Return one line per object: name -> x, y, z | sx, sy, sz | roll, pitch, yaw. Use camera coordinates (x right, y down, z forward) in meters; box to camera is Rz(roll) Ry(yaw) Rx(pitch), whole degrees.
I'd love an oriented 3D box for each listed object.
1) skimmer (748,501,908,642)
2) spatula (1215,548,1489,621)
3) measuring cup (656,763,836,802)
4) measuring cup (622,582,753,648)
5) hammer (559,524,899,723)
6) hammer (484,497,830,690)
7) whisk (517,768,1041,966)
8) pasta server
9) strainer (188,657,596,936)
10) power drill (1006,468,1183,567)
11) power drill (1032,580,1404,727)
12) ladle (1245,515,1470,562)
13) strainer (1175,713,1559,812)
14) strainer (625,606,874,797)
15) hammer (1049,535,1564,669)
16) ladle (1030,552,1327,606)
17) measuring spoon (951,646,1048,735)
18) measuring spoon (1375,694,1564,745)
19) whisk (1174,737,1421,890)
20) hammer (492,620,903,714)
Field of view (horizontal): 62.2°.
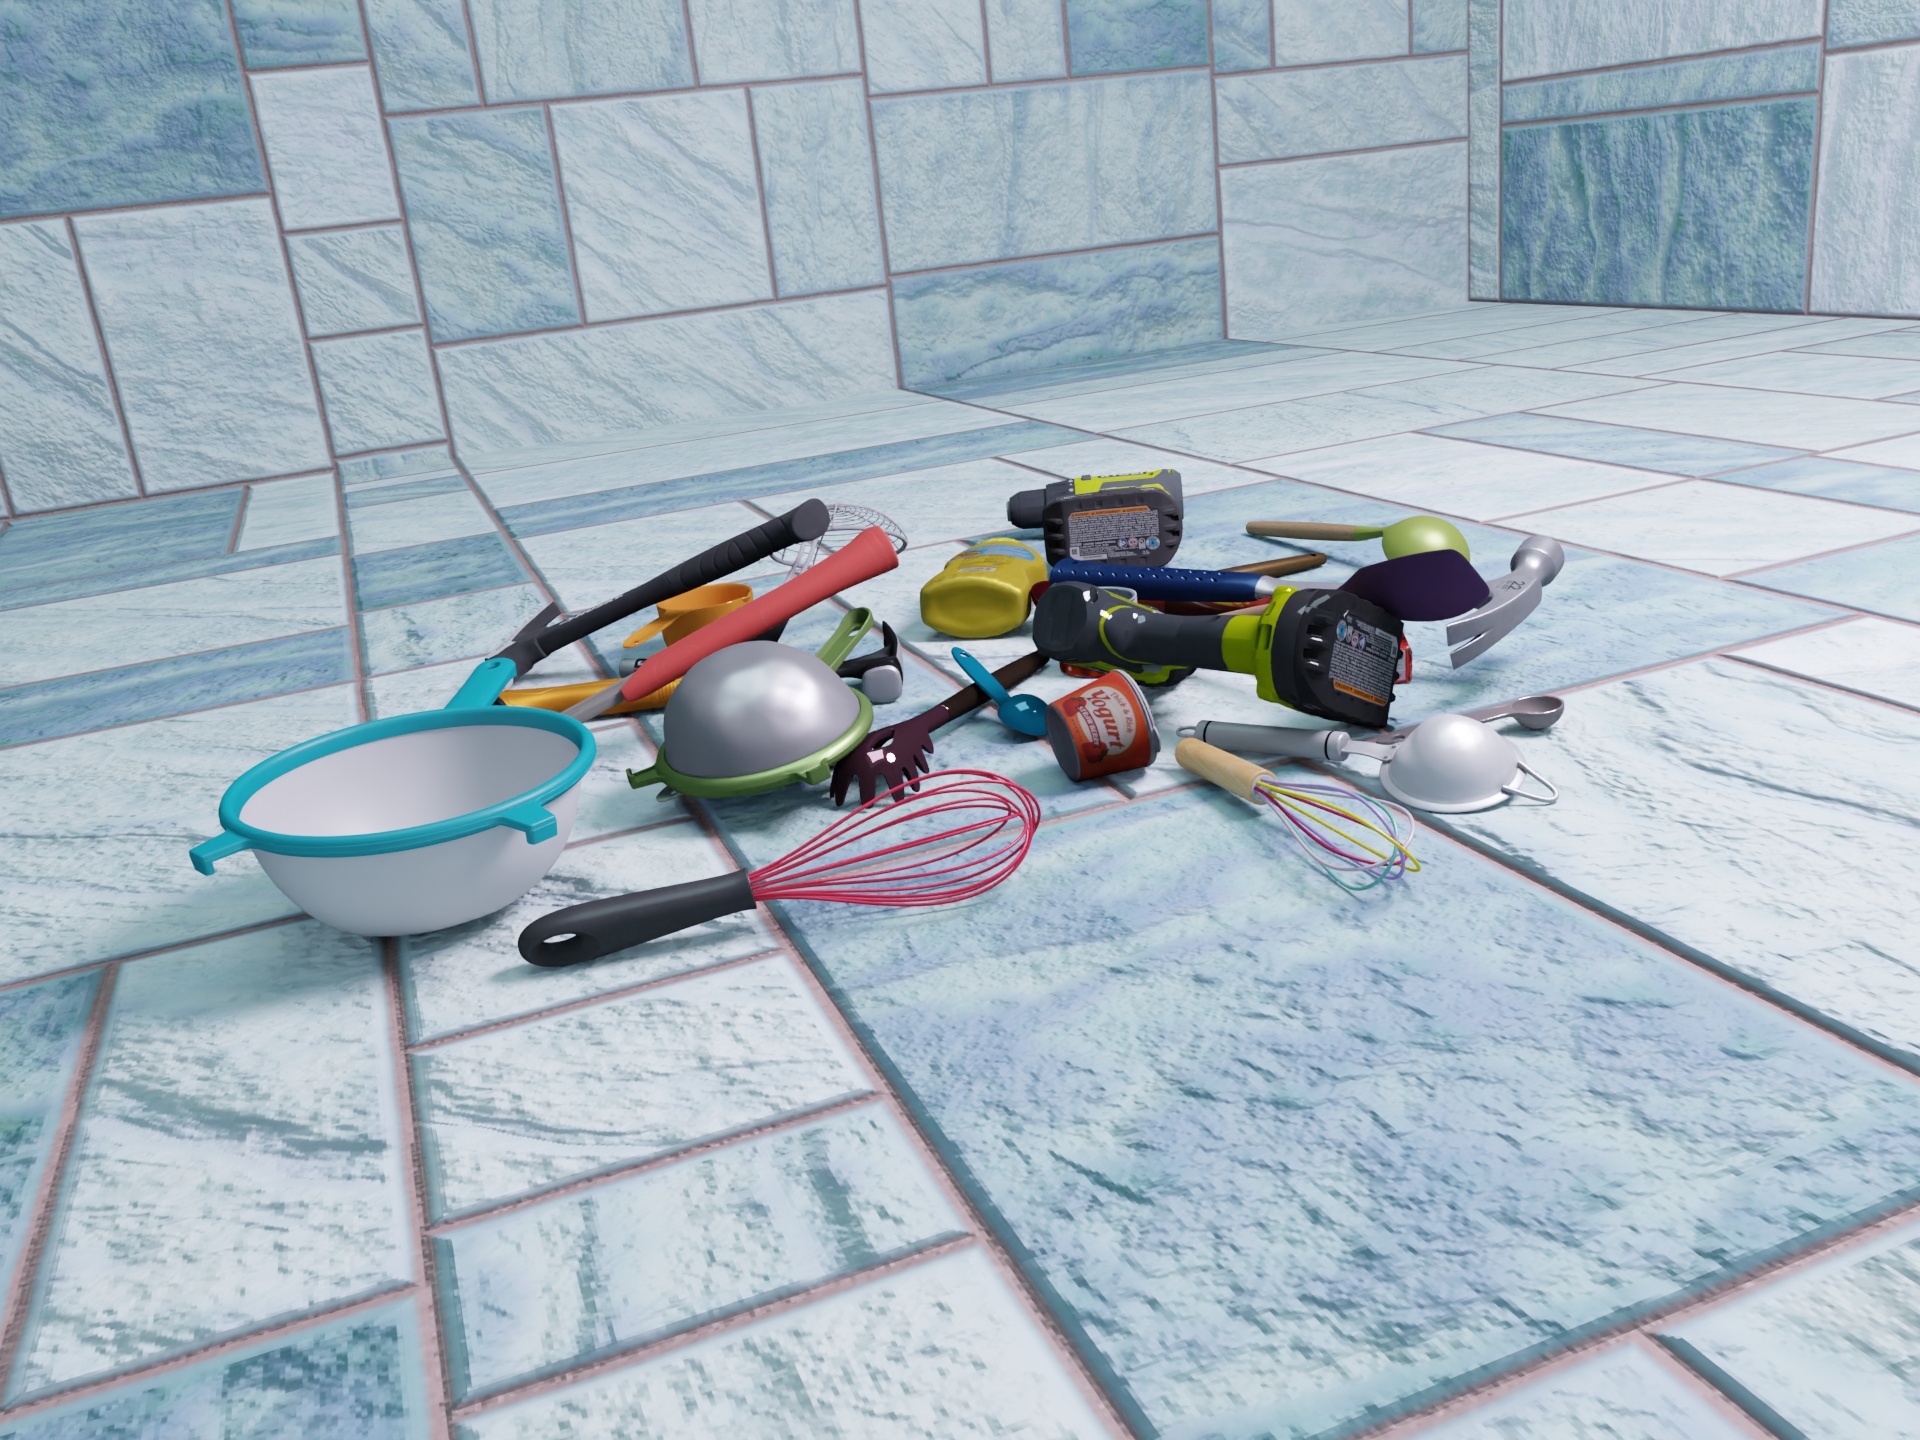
skimmer -> -0.132, -0.092, 1.344 | 0.127, 0.090, 0.364 | -7, 30, 14
spatula -> 0.244, -0.078, 1.140 | 0.316, 0.059, 0.018 | -8, 42, 56
measuring cup -> -0.138, 0.029, 1.103 | 0.167, 0.038, 0.083 | -32, 31, -34
measuring cup -> -0.244, -0.073, 1.407 | 0.095, 0.052, 0.174 | 2, 23, 23
hammer -> -0.204, -0.043, 1.169 | 0.359, 0.036, 0.149 | -30, 22, -11
hammer -> -0.262, -0.114, 1.376 | 0.335, 0.035, 0.146 | -22, 20, 18
whisk -> -0.096, 0.088, 0.877 | 0.296, 0.073, 0.073 | -14, 20, -8
pasta server -> -0.002, -0.004, 1.165 | 0.060, 0.040, 0.316 | 3, 17, 26
strainer -> -0.320, 0.048, 1.001 | 0.211, 0.095, 0.341 | -6, 19, -2
power drill -> 0.141, -0.213, 1.654 | 0.190, 0.080, 0.229 | -4, 16, 5
power drill -> 0.185, -0.049, 1.113 | 0.223, 0.080, 0.171 | 8, -4, 41
ladle -> 0.363, -0.166, 1.514 | 0.078, 0.062, 0.320 | -4, 10, -22
strainer -> 0.245, 0.016, 1.004 | 0.258, 0.050, 0.087 | 6, 36, 40
strainer -> -0.121, -0.039, 1.105 | 0.151, 0.069, 0.256 | -2, 29, 23
hammer -> 0.240, -0.101, 1.231 | 0.406, 0.035, 0.144 | 6, 35, 39
ladle -> 0.203, -0.123, 1.440 | 0.315, 0.031, 0.069 | -12, 43, -24
measuring spoon -> 0.028, -0.029, 1.168 | 0.042, 0.021, 0.129 | 3, 29, -35
measuring spoon -> 0.335, 0.006, 1.047 | 0.124, 0.018, 0.034 | -13, 19, 3
whisk -> 0.191, 0.048, 0.935 | 0.047, 0.051, 0.245 | 9, 8, -22
hammer -> -0.214, -0.031, 1.295 | 0.337, 0.034, 0.127 | -7, 19, -1
